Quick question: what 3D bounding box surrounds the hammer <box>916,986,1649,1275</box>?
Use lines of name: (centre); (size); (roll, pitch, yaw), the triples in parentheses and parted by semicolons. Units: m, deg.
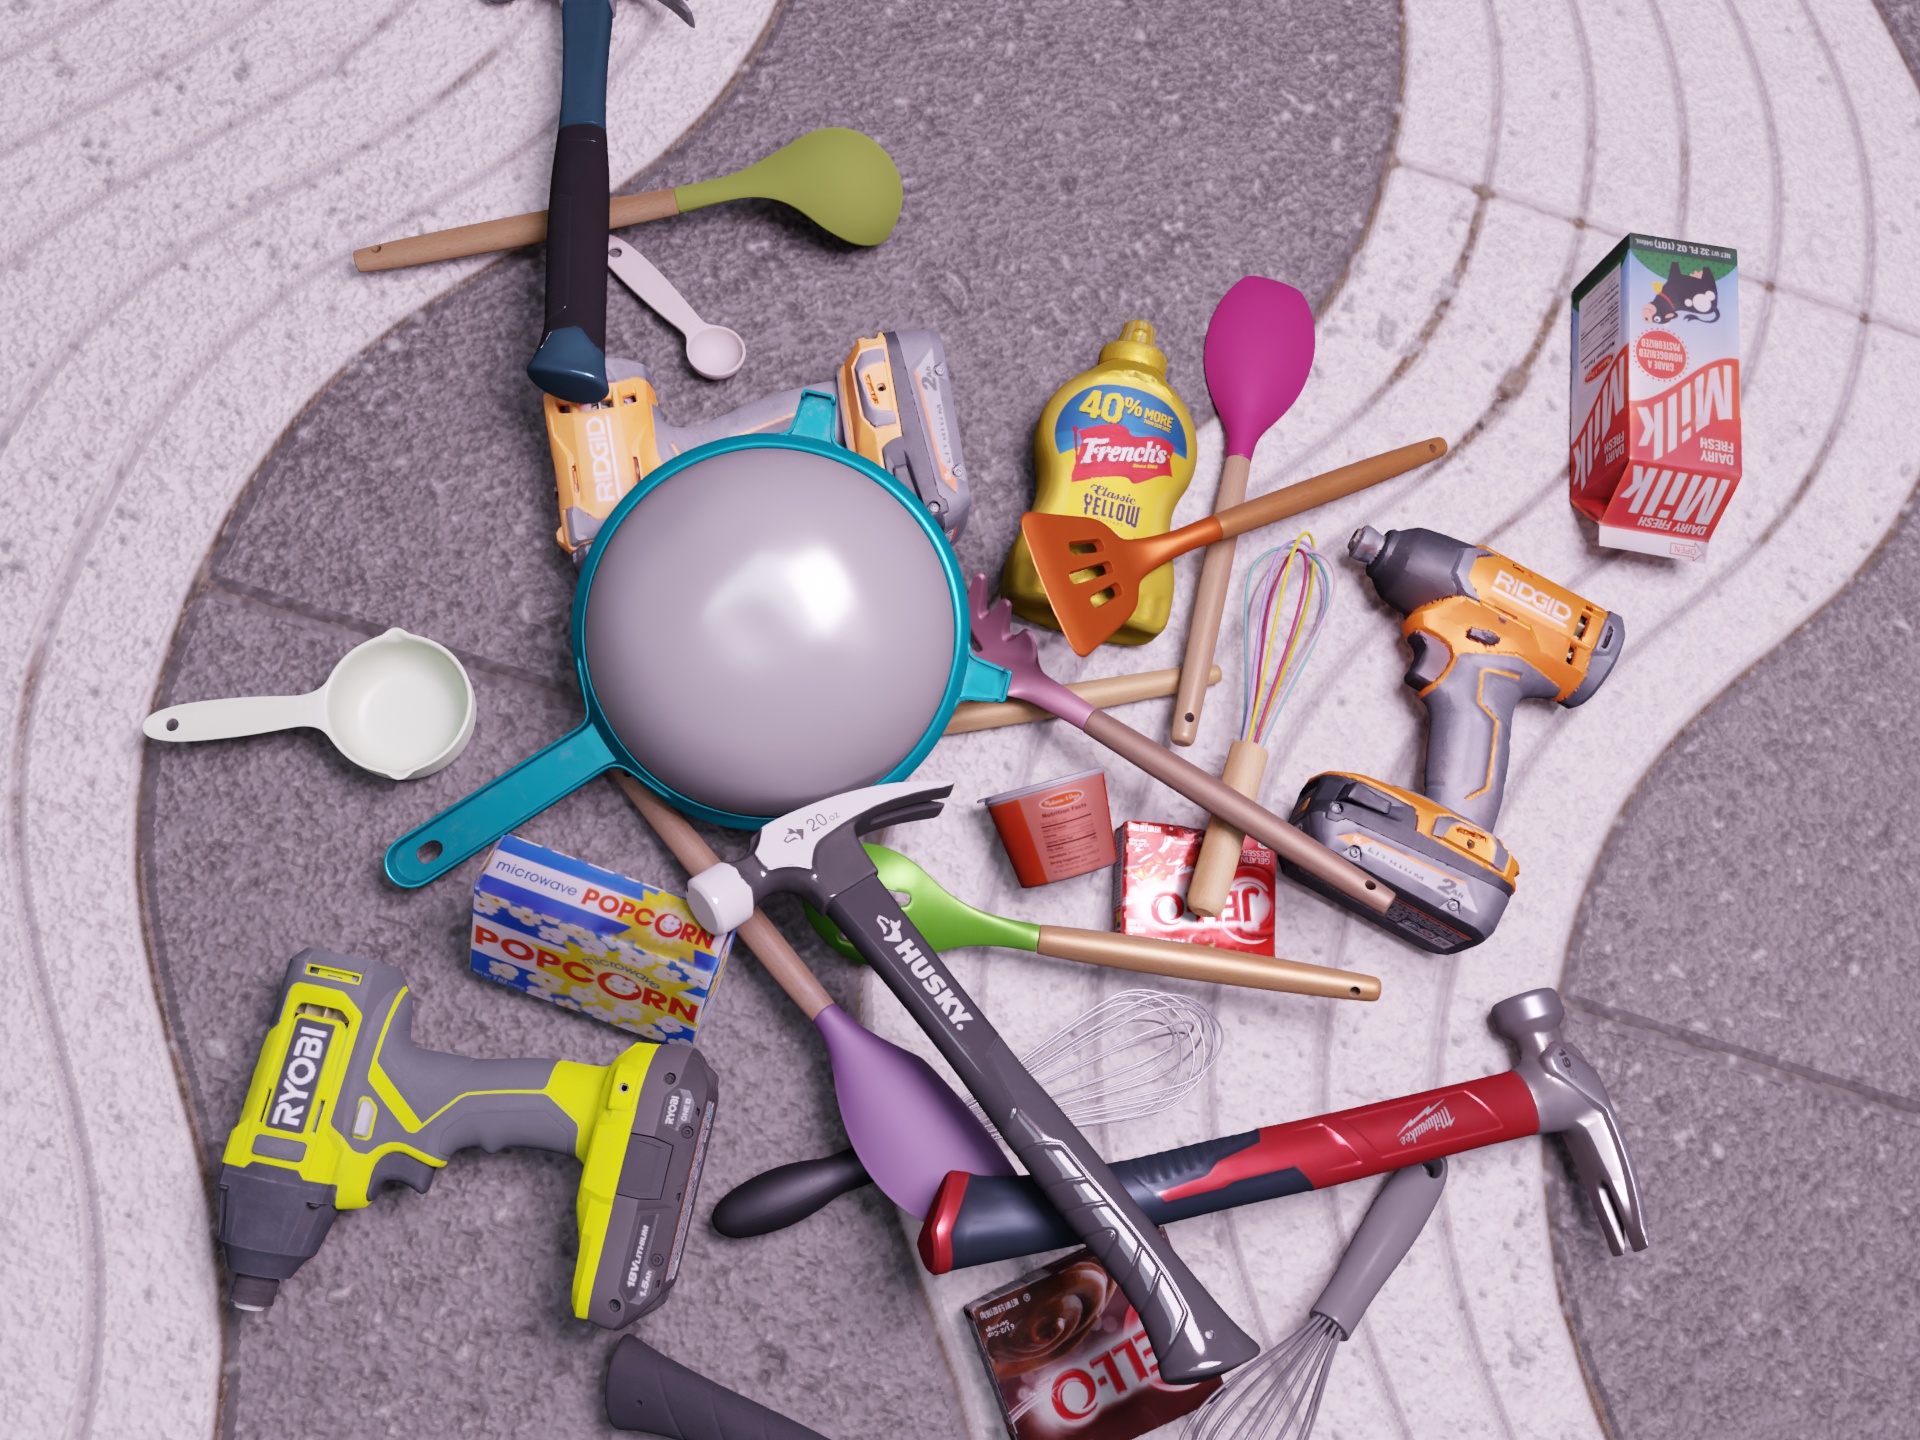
hammer: (0.168, 0.238, 0.806); (0.386, 0.038, 0.143); (-7, 65, -19)

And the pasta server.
pasta server: (0.093, 0.010, 0.856); (0.316, 0.040, 0.060); (33, 66, 17)

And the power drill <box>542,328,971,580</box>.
power drill: (-0.111, -0.119, 0.887); (0.226, 0.084, 0.185); (-9, 81, -5)

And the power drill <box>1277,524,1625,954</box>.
power drill: (0.265, -0.002, 0.904); (0.164, 0.084, 0.226); (28, 70, 1)

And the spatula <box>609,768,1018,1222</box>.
spatula: (-0.089, 0.135, 0.830); (0.060, 0.018, 0.316); (-37, 73, -15)

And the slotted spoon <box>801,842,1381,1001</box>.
slotted spoon: (0.067, 0.118, 0.847); (0.314, 0.031, 0.070); (9, 107, 2)

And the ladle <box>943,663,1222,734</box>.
ladle: (-0.001, -0.003, 0.897); (0.315, 0.031, 0.069); (-9, 75, -11)

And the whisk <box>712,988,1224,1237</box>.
whisk: (0.006, 0.210, 0.832); (0.284, 0.070, 0.070); (-21, 80, -7)

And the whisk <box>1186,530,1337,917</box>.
whisk: (0.166, -0.004, 0.893); (0.051, 0.047, 0.245); (20, 66, 1)

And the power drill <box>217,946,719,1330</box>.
power drill: (-0.245, 0.219, 0.789); (0.223, 0.080, 0.171); (12, 74, 0)

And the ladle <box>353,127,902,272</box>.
ladle: (-0.191, -0.292, 0.937); (0.320, 0.062, 0.078); (-12, 63, -5)

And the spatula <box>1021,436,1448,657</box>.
spatula: (0.167, -0.117, 0.900); (0.322, 0.041, 0.081); (-22, 89, -27)

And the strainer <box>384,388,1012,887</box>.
strainer: (-0.153, -0.011, 0.801); (0.340, 0.095, 0.211); (-33, 92, -2)

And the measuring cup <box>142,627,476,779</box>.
measuring cup: (-0.343, -0.001, 0.850); (0.167, 0.038, 0.083); (-5, 77, -6)

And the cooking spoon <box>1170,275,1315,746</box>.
cooking spoon: (0.161, -0.132, 0.945); (0.068, 0.017, 0.319); (15, 70, -3)

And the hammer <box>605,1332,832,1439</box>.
hammer: (0.011, 0.404, 0.775); (0.409, 0.036, 0.149); (25, 102, 4)

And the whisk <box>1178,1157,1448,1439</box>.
whisk: (0.187, 0.307, 0.816); (0.055, 0.055, 0.239); (44, 59, 5)

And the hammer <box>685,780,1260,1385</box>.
hammer: (0.022, 0.170, 0.763); (0.146, 0.035, 0.335); (-30, 70, -31)

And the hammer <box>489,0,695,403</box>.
hammer: (-0.217, -0.322, 0.906); (0.128, 0.033, 0.331); (-5, 66, 3)

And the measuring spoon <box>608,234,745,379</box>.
measuring spoon: (-0.174, -0.244, 0.944); (0.034, 0.018, 0.124); (-39, 77, -21)
